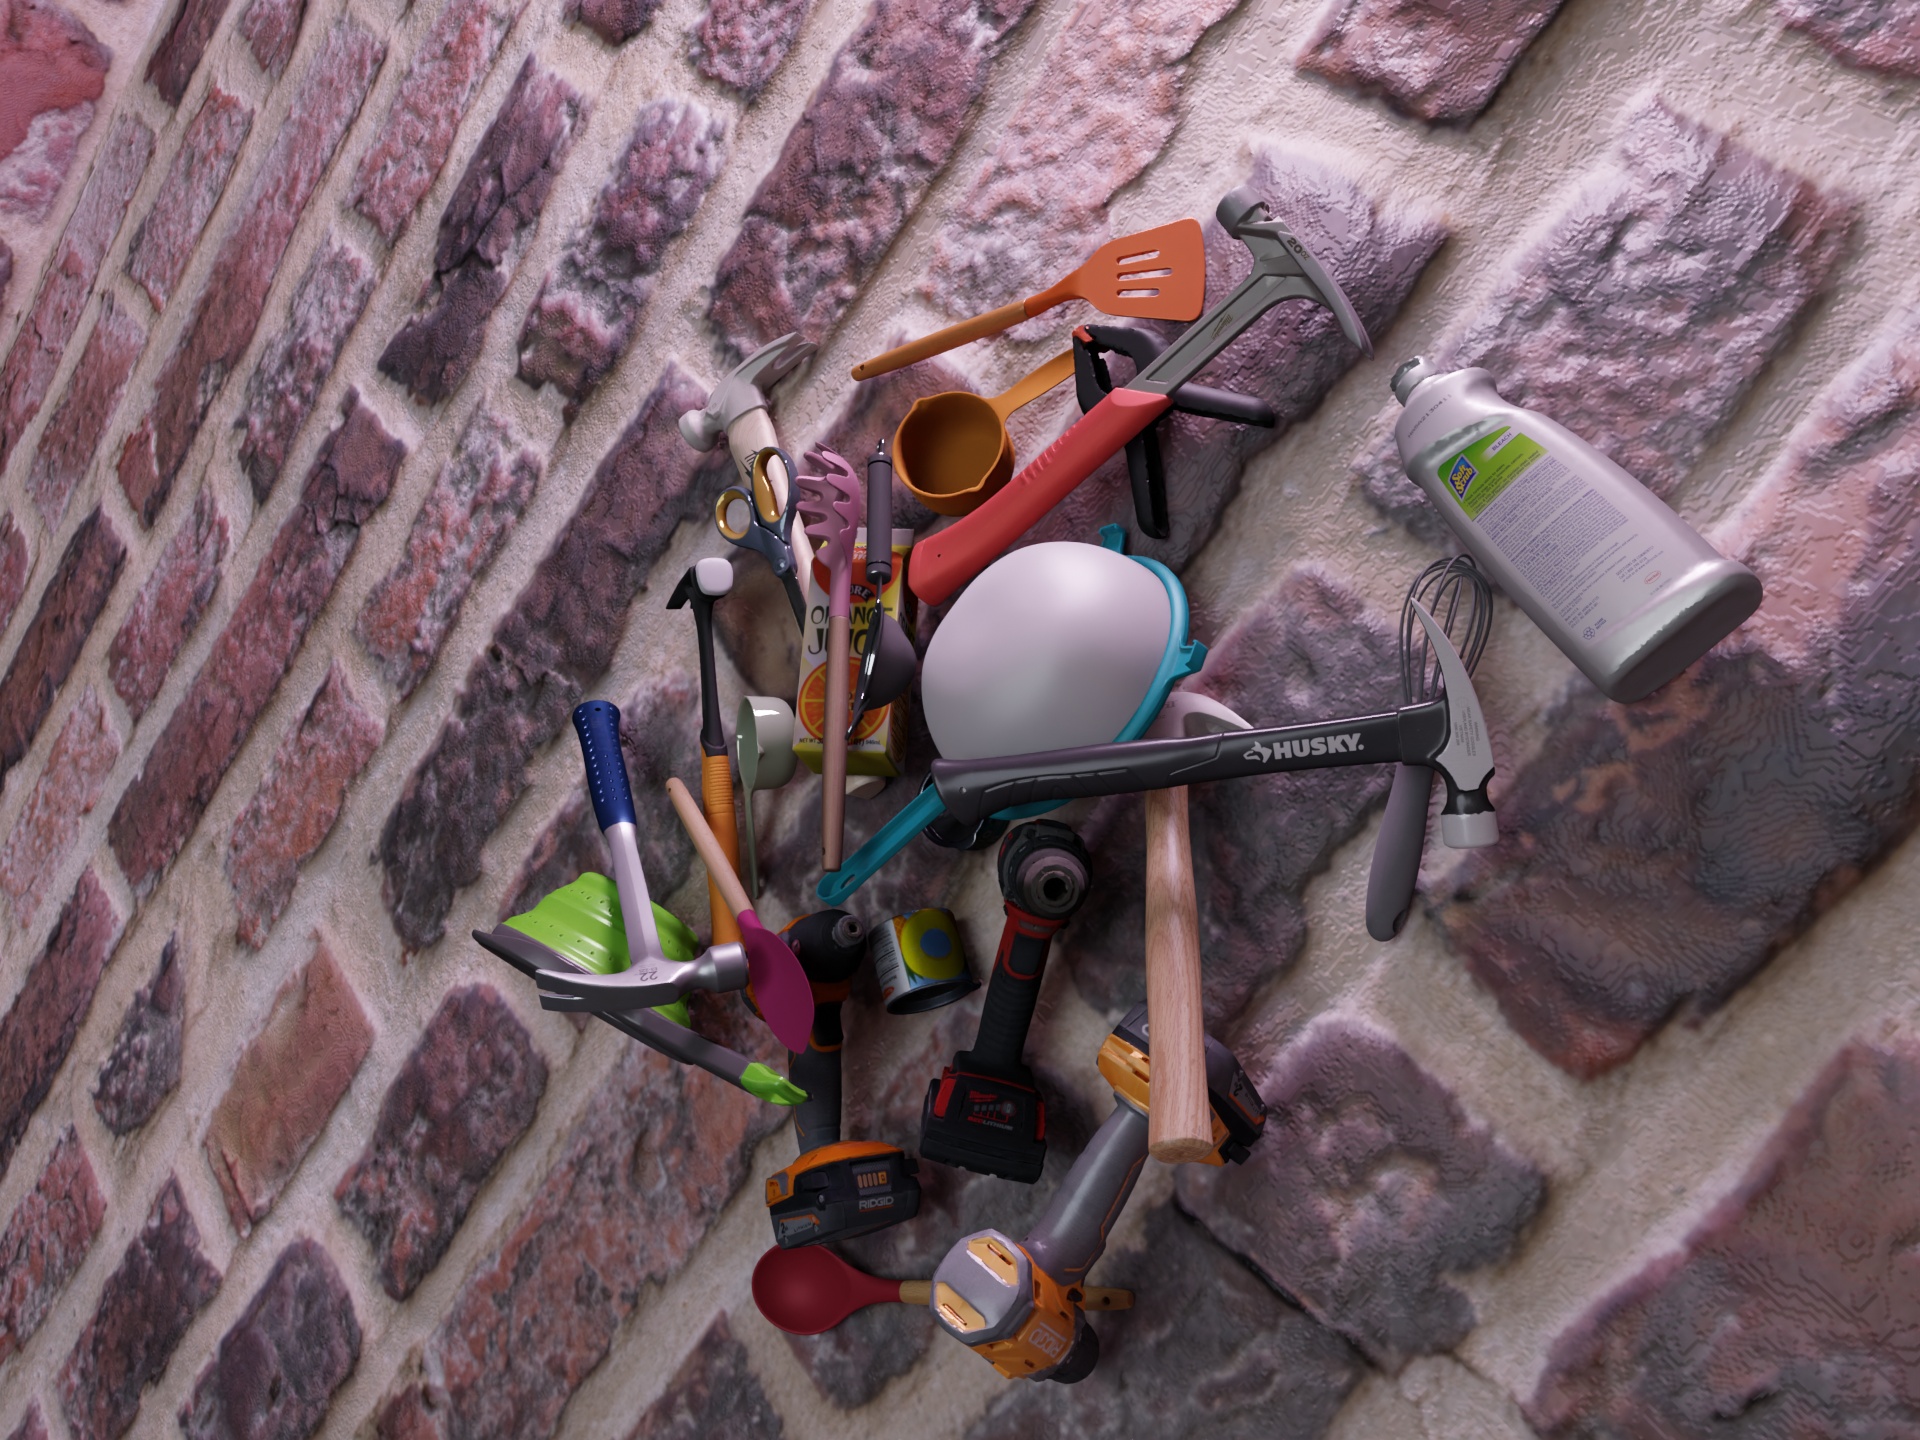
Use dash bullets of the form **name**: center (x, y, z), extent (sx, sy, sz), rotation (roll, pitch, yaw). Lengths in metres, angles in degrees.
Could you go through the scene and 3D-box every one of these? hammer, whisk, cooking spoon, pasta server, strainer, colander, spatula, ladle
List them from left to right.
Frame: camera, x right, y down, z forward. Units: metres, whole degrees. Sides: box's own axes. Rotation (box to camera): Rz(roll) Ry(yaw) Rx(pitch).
- **hammer**: center (-0.275, 0.094, 1.262), extent (0.406, 0.144, 0.035), rotation (-122, 27, -56)
- **colander**: center (-0.225, 0.196, 1.215), extent (0.397, 0.204, 0.094), rotation (10, 64, 48)
- **hammer**: center (-0.204, 0.043, 1.311), extent (0.127, 0.034, 0.337), rotation (154, 112, -67)
- **cooking spoon**: center (-0.168, 0.132, 1.190), extent (0.319, 0.017, 0.068), rotation (49, 131, 48)
- **hammer**: center (-0.126, -0.127, 1.306), extent (0.146, 0.038, 0.411), rotation (-33, 63, 26)
- **pasta server**: center (-0.095, -0.048, 1.146), extent (0.060, 0.040, 0.316), rotation (-27, 59, 59)
- **strainer**: center (-0.057, -0.100, 1.148), extent (0.086, 0.050, 0.259), rotation (119, 154, -59)
- **ladle**: center (-0.019, 0.400, 1.116), extent (0.315, 0.031, 0.069), rotation (-11, 83, 33)
- **strainer**: center (-0.002, -0.003, 1.085), extent (0.340, 0.095, 0.211), rotation (-43, 32, 14)
- **spatula**: center (0.040, -0.307, 1.226), extent (0.323, 0.041, 0.081), rotation (-10, 74, 40)
- **hammer**: center (0.104, -0.193, 1.097), extent (0.359, 0.036, 0.149), rotation (-40, 69, 23)
- **hammer**: center (0.131, 0.111, 0.972), extent (0.130, 0.031, 0.332), rotation (-12, 46, 17)
- **hammer**: center (0.143, 0.018, 0.959), extent (0.335, 0.035, 0.146), rotation (-7, 93, 17)
- **whisk**: center (0.277, 0.017, 0.959), extent (0.055, 0.055, 0.239), rotation (13, 92, 38)

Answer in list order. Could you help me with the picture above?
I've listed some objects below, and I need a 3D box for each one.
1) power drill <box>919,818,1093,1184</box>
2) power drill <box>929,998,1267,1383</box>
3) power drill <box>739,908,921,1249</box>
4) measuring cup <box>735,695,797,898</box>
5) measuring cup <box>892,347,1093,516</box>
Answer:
- **power drill**: center (0.037, 0.176, 1.031), extent (0.080, 0.188, 0.227), rotation (14, 90, 0)
- **power drill**: center (0.091, 0.303, 0.975), extent (0.084, 0.185, 0.226), rotation (30, 73, 37)
- **power drill**: center (-0.095, 0.251, 1.144), extent (0.164, 0.084, 0.227), rotation (-43, 53, 54)
- **measuring cup**: center (-0.154, 0.062, 1.287), extent (0.083, 0.038, 0.167), rotation (-154, 62, -67)
- **measuring cup**: center (0.032, -0.221, 1.201), extent (0.173, 0.052, 0.095), rotation (-34, 66, 2)
